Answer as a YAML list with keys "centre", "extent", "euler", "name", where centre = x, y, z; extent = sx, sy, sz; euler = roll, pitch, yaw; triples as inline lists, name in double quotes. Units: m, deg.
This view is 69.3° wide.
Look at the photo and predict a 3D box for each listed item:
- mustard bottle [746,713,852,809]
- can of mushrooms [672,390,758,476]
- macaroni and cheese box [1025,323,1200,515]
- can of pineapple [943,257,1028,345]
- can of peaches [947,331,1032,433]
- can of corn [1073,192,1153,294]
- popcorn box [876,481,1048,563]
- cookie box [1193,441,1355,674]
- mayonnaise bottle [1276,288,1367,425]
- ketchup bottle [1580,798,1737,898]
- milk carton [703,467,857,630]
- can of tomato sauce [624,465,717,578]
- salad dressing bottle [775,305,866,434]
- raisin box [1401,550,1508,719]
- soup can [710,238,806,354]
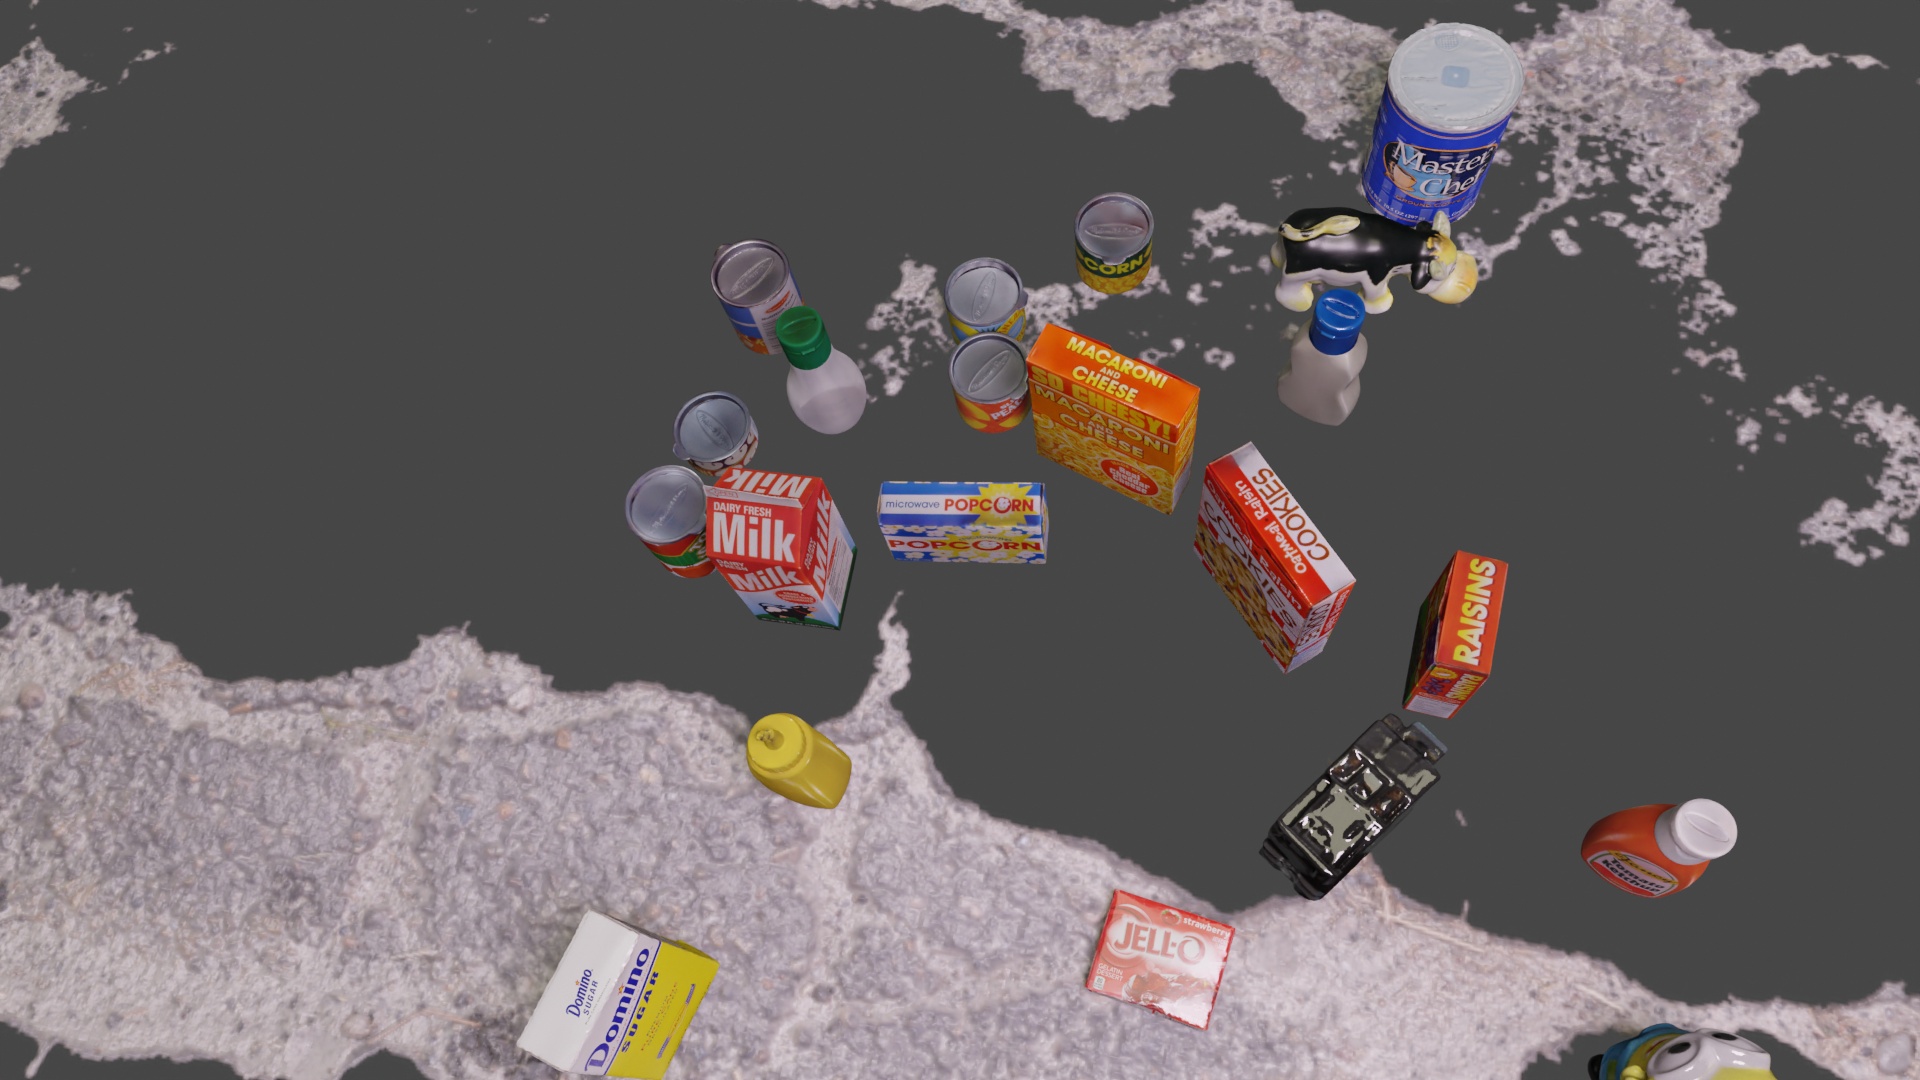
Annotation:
- centre: [-0.120, 0.154, 0.992]
  extent: [0.065, 0.159, 0.049]
  euler: [15, 71, 12]
  name: "mustard bottle"
- centre: [-0.207, -0.088, 1.165]
  extent: [0.071, 0.033, 0.071]
  euler: [-2, 68, 5]
  name: "can of mushrooms"
- centre: [0.116, -0.091, 1.061]
  extent: [0.124, 0.166, 0.040]
  euler: [26, 74, 15]
  name: "macaroni and cheese box"
- centre: [0.023, -0.194, 1.170]
  extent: [0.071, 0.057, 0.071]
  euler: [-2, 68, 5]
  name: "can of pineapple"
- centre: [0.027, -0.128, 1.143]
  extent: [0.071, 0.058, 0.071]
  euler: [-2, 68, 5]
  name: "can of peaches"
- centre: [0.130, -0.249, 1.181]
  extent: [0.071, 0.058, 0.071]
  euler: [-2, 68, 5]
  name: "can of corn"
- centre: [0.004, -0.014, 1.086]
  extent: [0.127, 0.085, 0.038]
  euler: [1, 69, 6]
  name: "popcorn box"
- centre: [0.222, 0.017, 1.006]
  extent: [0.040, 0.167, 0.123]
  euler: [-31, 69, -6]
  name: "cookie box"
- centre: [0.283, -0.141, 1.073]
  extent: [0.065, 0.147, 0.041]
  euler: [28, 74, 16]
  name: "mayonnaise bottle"
- centre: [0.464, 0.201, 0.918]
  extent: [0.065, 0.148, 0.043]
  euler: [29, 75, 16]
  name: "ketchup bottle"
- centre: [-0.134, 0.002, 1.038]
  extent: [0.072, 0.190, 0.073]
  euler: [7, 70, 9]
  name: "milk carton"
- centre: [-0.221, -0.013, 1.111]
  extent: [0.071, 0.083, 0.071]
  euler: [-2, 69, 5]
  name: "can of tomato sauce"
- centre: [-0.114, -0.136, 1.113]
  extent: [0.064, 0.147, 0.044]
  euler: [-21, 68, -2]
  name: "salad dressing bottle"
- centre: [0.352, 0.070, 0.995]
  extent: [0.040, 0.123, 0.086]
  euler: [14, 71, 11]
  name: "raisin box"
- centre: [-0.171, -0.208, 1.182]
  extent: [0.071, 0.083, 0.071]
  euler: [-2, 69, 5]
  name: "soup can"
